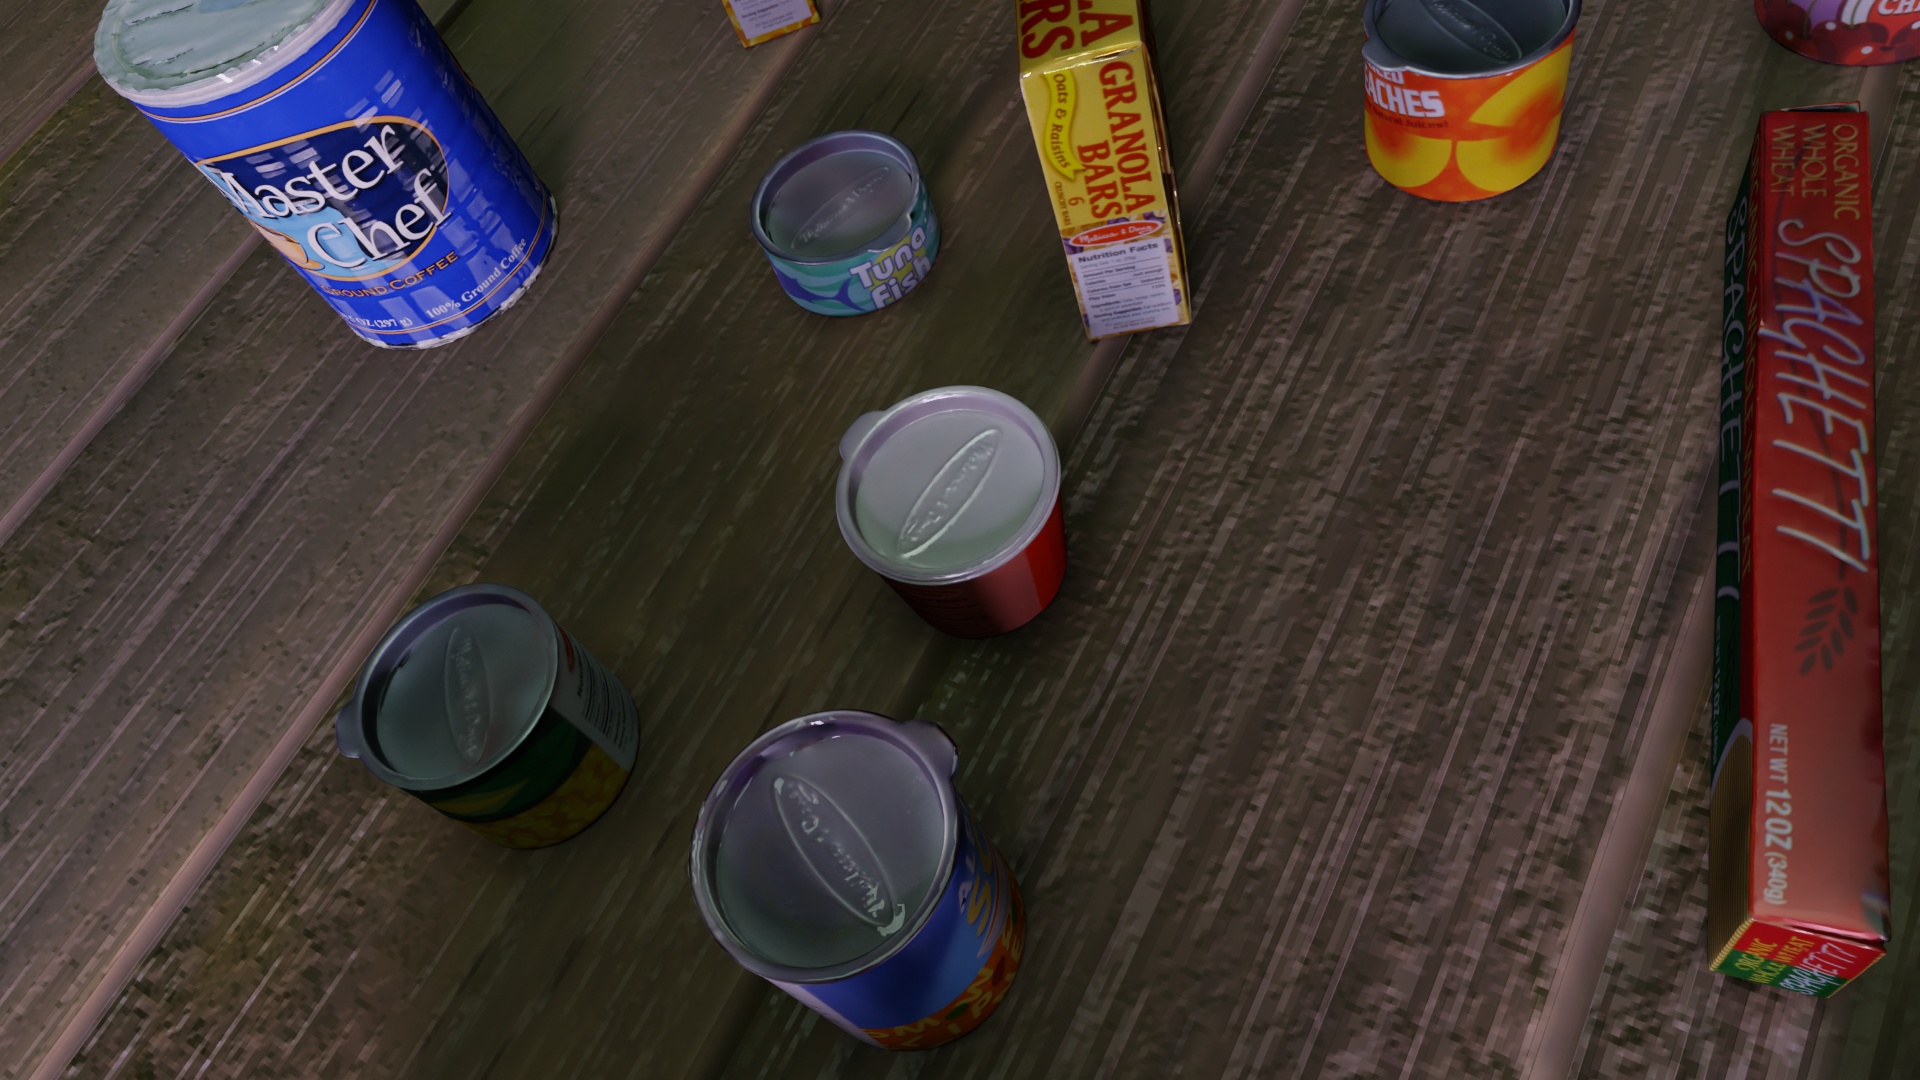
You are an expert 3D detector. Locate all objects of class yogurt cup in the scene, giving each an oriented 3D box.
[{"bbox_3d":[0.002,-0.005,0.427,0.072,0.053,0.073,-7,58,12],"label":"yogurt cup"}]

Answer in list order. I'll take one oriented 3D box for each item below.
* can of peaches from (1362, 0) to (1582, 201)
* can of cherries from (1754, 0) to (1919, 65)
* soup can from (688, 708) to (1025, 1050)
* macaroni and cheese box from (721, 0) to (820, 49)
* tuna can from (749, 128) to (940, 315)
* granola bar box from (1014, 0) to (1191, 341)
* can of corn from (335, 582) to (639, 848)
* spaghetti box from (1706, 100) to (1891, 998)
[{"bbox_3d":[0.168,-0.157,0.469,0.071,0.058,0.071,-7,58,12],"label":"can of peaches"},{"bbox_3d":[0.304,-0.198,0.455,0.071,0.058,0.072,-7,58,12],"label":"can of cherries"},{"bbox_3d":[-0.020,0.089,0.359,0.071,0.083,0.071,-7,58,12],"label":"soup can"},{"bbox_3d":[-0.111,-0.312,0.577,0.040,0.165,0.124,-19,57,5],"label":"macaroni and cheese box"},{"bbox_3d":[-0.041,-0.117,0.519,0.071,0.032,0.071,-7,58,12],"label":"tuna can"},{"bbox_3d":[0.047,-0.171,0.472,0.039,0.123,0.166,-8,58,11],"label":"granola bar box"},{"bbox_3d":[-0.143,0.056,0.428,0.071,0.058,0.071,-7,58,12],"label":"can of corn"},{"bbox_3d":[0.222,-0.010,0.370,0.029,0.050,0.251,7,62,20],"label":"spaghetti box"}]
